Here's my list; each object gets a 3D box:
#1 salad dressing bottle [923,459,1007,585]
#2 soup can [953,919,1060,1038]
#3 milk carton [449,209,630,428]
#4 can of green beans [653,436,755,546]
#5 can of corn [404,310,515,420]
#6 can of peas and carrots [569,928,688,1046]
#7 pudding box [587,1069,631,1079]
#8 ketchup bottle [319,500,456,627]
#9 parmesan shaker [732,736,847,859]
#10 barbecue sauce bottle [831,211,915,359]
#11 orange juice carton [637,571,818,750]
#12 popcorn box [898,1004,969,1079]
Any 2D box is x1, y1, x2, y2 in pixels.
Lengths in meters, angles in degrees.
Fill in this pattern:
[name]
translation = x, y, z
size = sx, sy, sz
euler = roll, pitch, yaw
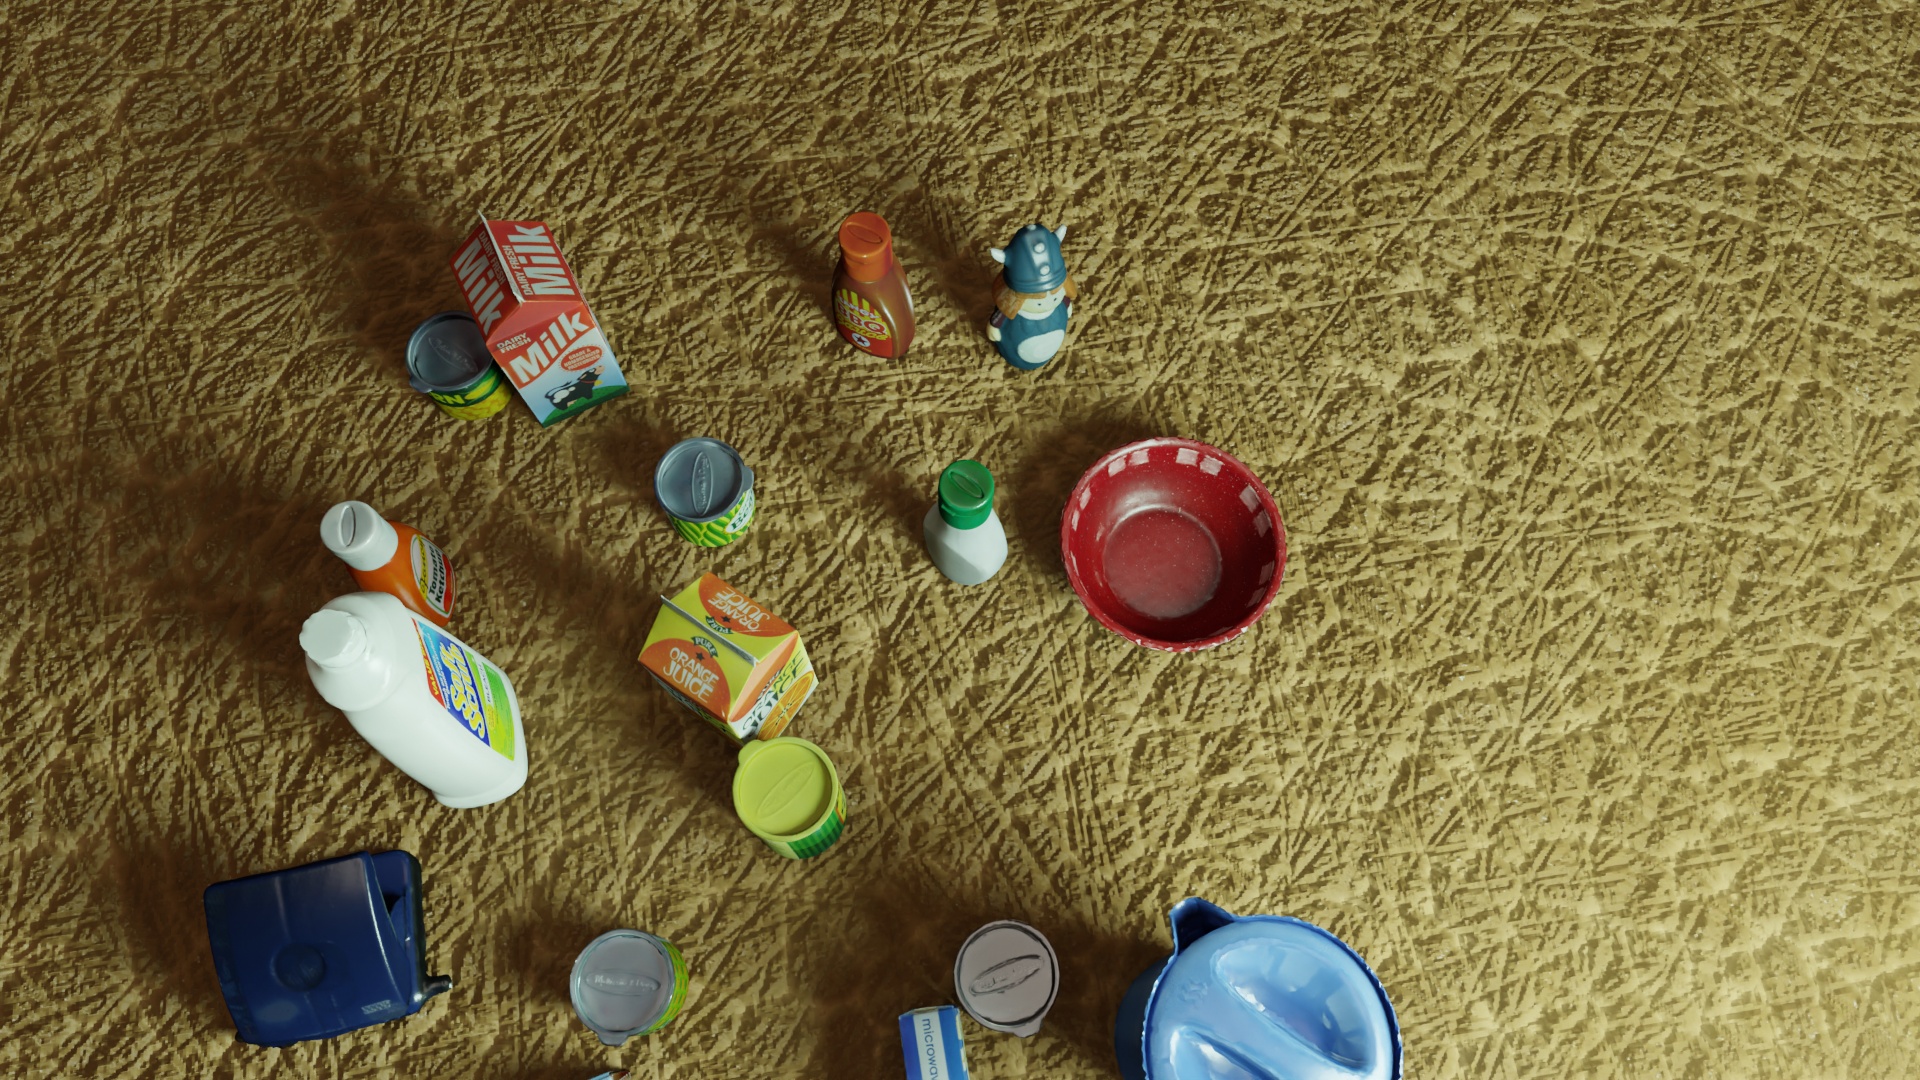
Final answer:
[salad dressing bottle]
translation = 0.003, -0.012, 0.963
size = 0.064, 0.147, 0.044
euler = 38, 75, 12
[soup can]
translation = 0.029, 0.283, 0.894
size = 0.071, 0.083, 0.071
euler = 0, 71, 0
[milk carton]
translation = -0.301, -0.158, 0.988
size = 0.073, 0.190, 0.072
euler = -26, 73, -9
[can of green beans]
translation = -0.186, -0.034, 1.016
size = 0.071, 0.057, 0.071
euler = 0, 71, 0
[can of corn]
translation = -0.377, -0.129, 1.046
size = 0.071, 0.058, 0.071
euler = 0, 71, 0
[can of peas and carrots]
translation = -0.214, 0.290, 0.902
size = 0.071, 0.058, 0.071
euler = 0, 71, 0
[pudding box]
translation = -0.252, 0.364, 0.880
size = 0.084, 0.049, 0.030
euler = -19, 72, -7
[ketchup bottle]
translation = -0.389, 0.015, 0.948
size = 0.043, 0.148, 0.065
euler = -8, 72, -3
[parmesan shaker]
translation = -0.112, 0.170, 0.921
size = 0.071, 0.102, 0.071
euler = 0, 71, 0
[barbecue sauce bottle]
translation = -0.066, -0.188, 1.023
size = 0.065, 0.148, 0.044
euler = 28, 73, 9
[orange juice carton]
translation = -0.150, 0.081, 0.905
size = 0.072, 0.192, 0.073
euler = 33, 74, 10
[popcorn box]
translation = -0.010, 0.357, 0.867
size = 0.038, 0.085, 0.127
euler = -9, 71, -3
